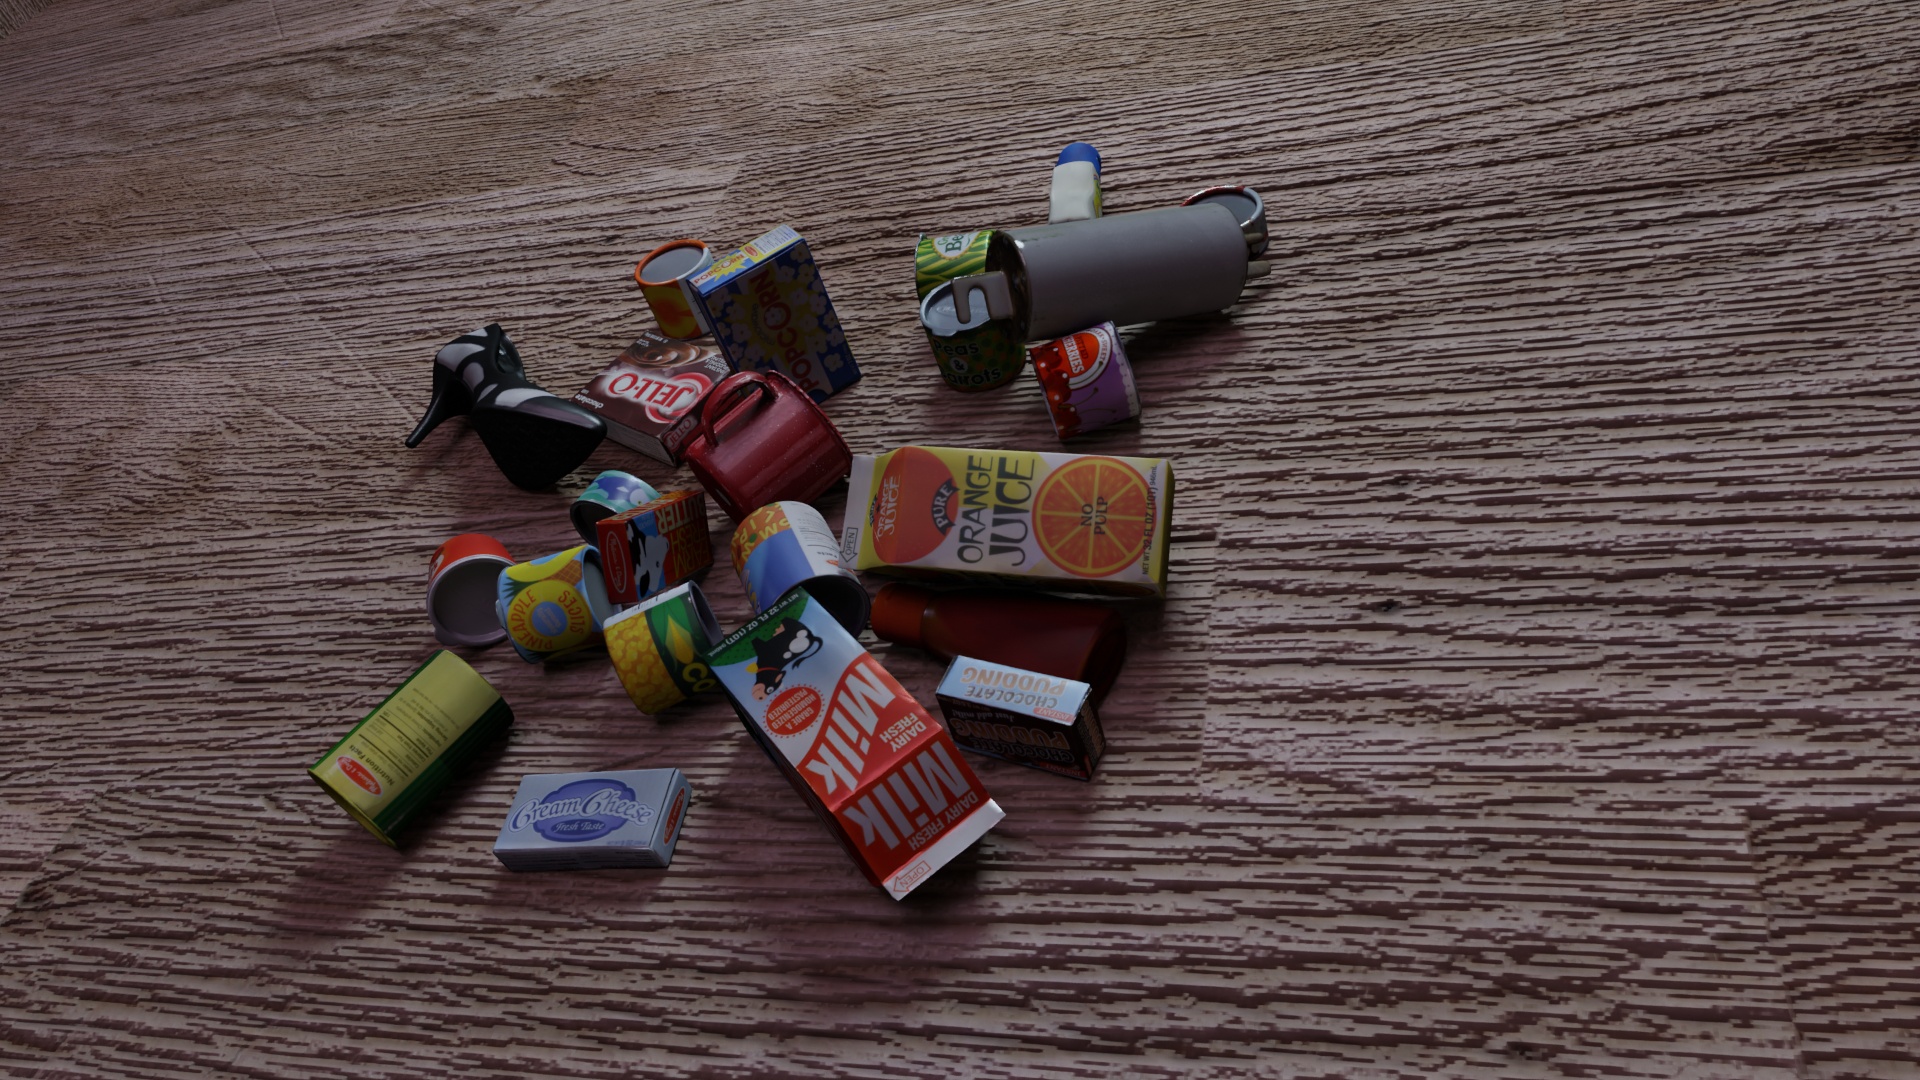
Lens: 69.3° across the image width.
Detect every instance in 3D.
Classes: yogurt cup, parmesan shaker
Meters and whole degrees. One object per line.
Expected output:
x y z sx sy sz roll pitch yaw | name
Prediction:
-0.331 0.030 0.948 0.072 0.072 0.054 -31 35 -11 | yogurt cup
-0.331 0.127 0.847 0.071 0.071 0.103 19 55 35 | parmesan shaker

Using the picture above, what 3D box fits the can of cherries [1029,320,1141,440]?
0.082 -0.108 0.923 0.058 0.071 0.072 -18 42 3 | can of cherries

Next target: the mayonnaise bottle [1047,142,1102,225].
0.092 -0.264 1.091 0.041 0.064 0.149 -5 41 12 | mayonnaise bottle

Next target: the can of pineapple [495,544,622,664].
-0.260 0.042 0.904 0.058 0.070 0.071 -16 42 4 | can of pineapple

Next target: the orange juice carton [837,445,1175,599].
0.025 -0.011 0.807 0.193 0.073 0.072 4 81 13 | orange juice carton

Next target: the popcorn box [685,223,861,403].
-0.135 -0.155 1.016 0.085 0.126 0.038 -33 41 -14 | popcorn box

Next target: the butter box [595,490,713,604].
-0.196 0.002 0.898 0.024 0.053 0.104 -3 12 18 | butter box

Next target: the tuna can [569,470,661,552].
-0.228 -0.014 0.950 0.071 0.070 0.033 9 50 29 | tuna can

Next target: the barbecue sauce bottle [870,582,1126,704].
0.017 0.055 0.802 0.148 0.043 0.065 12 49 31 | barbecue sauce bottle

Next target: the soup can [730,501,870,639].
-0.103 0.026 0.862 0.071 0.071 0.084 -27 42 -7 | soup can

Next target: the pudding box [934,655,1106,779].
0.033 0.095 0.749 0.084 0.049 0.030 10 49 29 | pudding box

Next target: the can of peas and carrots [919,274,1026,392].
0.009 -0.148 1.003 0.071 0.058 0.071 -11 44 11 | can of peas and carrots

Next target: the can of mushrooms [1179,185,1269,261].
0.193 -0.234 1.040 0.071 0.033 0.071 -11 44 10 | can of mushrooms

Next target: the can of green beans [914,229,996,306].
0.002 -0.199 1.052 0.058 0.071 0.071 -5 44 16 | can of green beans

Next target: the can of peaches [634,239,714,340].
-0.233 -0.210 1.161 0.071 0.057 0.071 -11 44 10 | can of peaches

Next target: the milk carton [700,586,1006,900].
-0.057 0.113 0.748 0.072 0.073 0.191 -36 45 -16 | milk carton

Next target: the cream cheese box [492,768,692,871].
-0.211 0.160 0.794 0.104 0.024 0.054 -5 44 16 | cream cheese box

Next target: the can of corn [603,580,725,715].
-0.176 0.068 0.848 0.058 0.071 0.071 -24 42 -3 | can of corn
